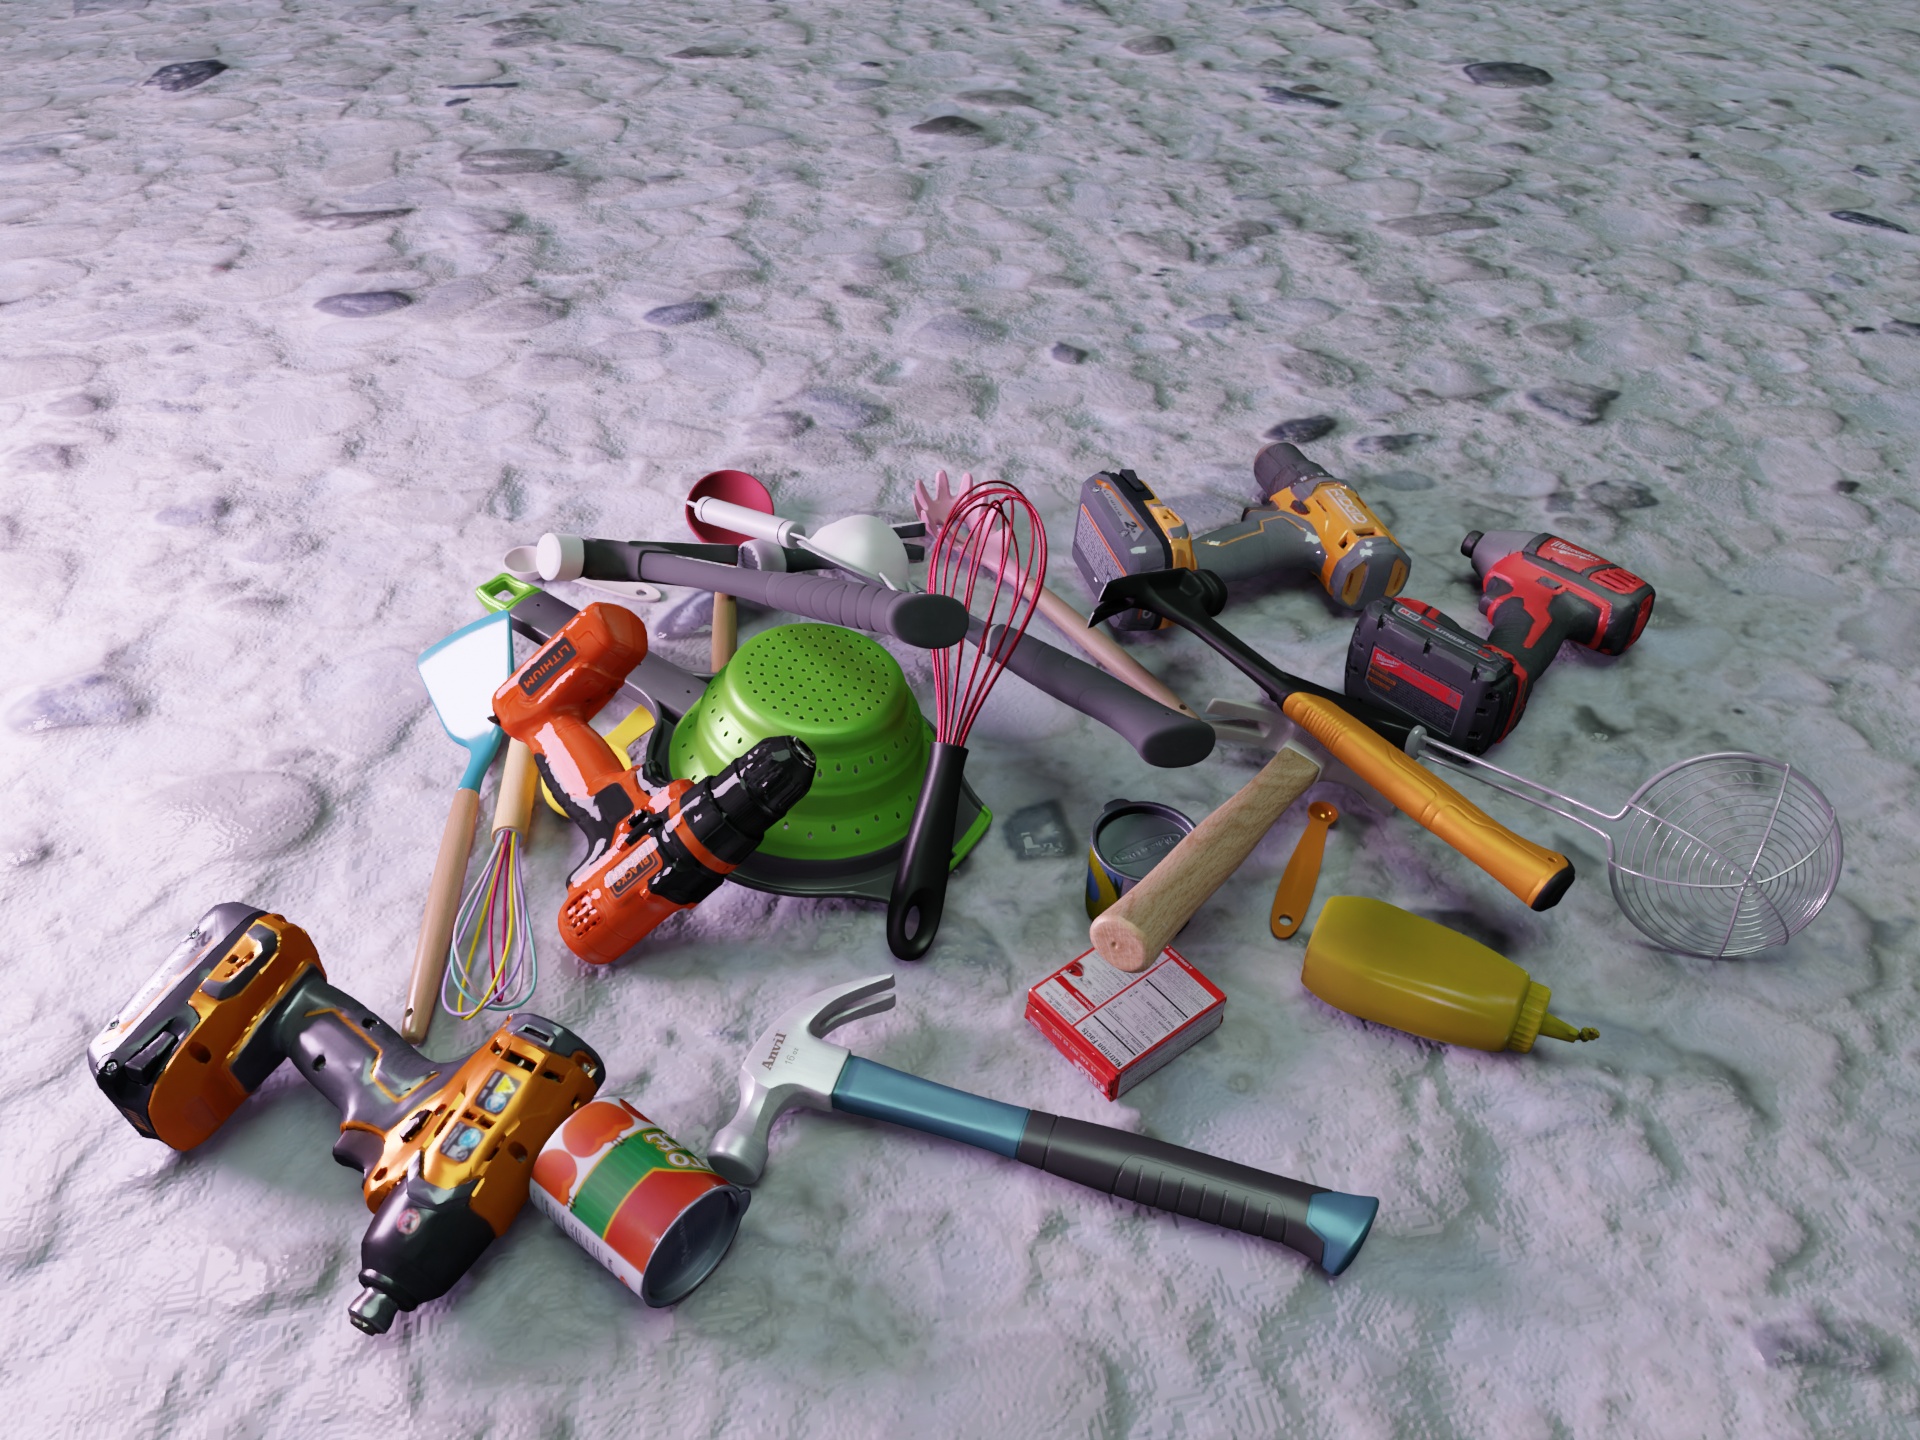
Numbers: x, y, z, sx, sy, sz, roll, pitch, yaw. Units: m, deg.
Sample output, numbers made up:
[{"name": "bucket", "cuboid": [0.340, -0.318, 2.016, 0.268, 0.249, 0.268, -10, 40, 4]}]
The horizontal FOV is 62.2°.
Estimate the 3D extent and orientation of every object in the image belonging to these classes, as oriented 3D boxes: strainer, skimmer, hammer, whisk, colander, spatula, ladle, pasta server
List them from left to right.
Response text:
[{"name": "spatula", "cuboid": [-0.318, 0.060, 0.983, 0.082, 0.044, 0.318, -24, 41, 17]}, {"name": "whisk", "cuboid": [-0.272, 0.084, 0.960, 0.051, 0.047, 0.245, 6, 37, -12]}, {"name": "colander", "cuboid": [-0.160, -0.031, 1.020, 0.397, 0.094, 0.204, 29, 44, 20]}, {"name": "ladle", "cuboid": [-0.170, -0.080, 1.158, 0.069, 0.031, 0.316, 2, 43, -9]}, {"name": "hammer", "cuboid": [-0.120, -0.084, 1.007, 0.146, 0.035, 0.335, -2, 12, -45]}, {"name": "strainer", "cuboid": [-0.112, -0.129, 1.097, 0.259, 0.050, 0.086, 21, 4, 42]}, {"name": "whisk", "cuboid": [-0.002, -0.003, 0.948, 0.073, 0.073, 0.296, 11, 81, 10]}, {"name": "hammer", "cuboid": [0.015, -0.059, 1.060, 0.149, 0.036, 0.409, -15, 31, -34]}, {"name": "hammer", "cuboid": [0.046, 0.219, 0.818, 0.331, 0.033, 0.128, 14, 50, 12]}, {"name": "pasta server", "cuboid": [0.067, -0.090, 1.167, 0.060, 0.040, 0.317, -26, 49, -26]}, {"name": "hammer", "cuboid": [0.156, 0.061, 0.916, 0.130, 0.031, 0.331, 32, 30, 18]}, {"name": "hammer", "cuboid": [0.230, 0.005, 0.990, 0.127, 0.034, 0.337, -12, 43, -46]}, {"name": "skimmer", "cuboid": [0.356, 0.035, 1.009, 0.090, 0.127, 0.364, -6, 24, -43]}]

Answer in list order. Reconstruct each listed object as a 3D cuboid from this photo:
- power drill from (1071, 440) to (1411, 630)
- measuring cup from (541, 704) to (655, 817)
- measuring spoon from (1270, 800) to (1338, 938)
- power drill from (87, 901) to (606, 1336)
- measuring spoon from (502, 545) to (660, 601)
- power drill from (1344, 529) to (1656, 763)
[{"name": "power drill", "cuboid": [0.202, -0.149, 1.207, 0.226, 0.084, 0.186, -7, 42, -15]}, {"name": "measuring cup", "cuboid": [-0.218, 0.016, 1.054, 0.062, 0.029, 0.156, 23, 37, 14]}, {"name": "measuring spoon", "cuboid": [0.212, 0.093, 0.986, 0.021, 0.011, 0.117, 17, 48, 15]}, {"name": "power drill", "cuboid": [-0.317, 0.197, 0.801, 0.226, 0.084, 0.164, 19, 53, 14]}, {"name": "measuring spoon", "cuboid": [-0.284, -0.104, 1.195, 0.124, 0.018, 0.034, 15, 43, 6]}, {"name": "power drill", "cuboid": [0.376, -0.069, 1.124, 0.219, 0.078, 0.143, -30, 50, -34]}]
